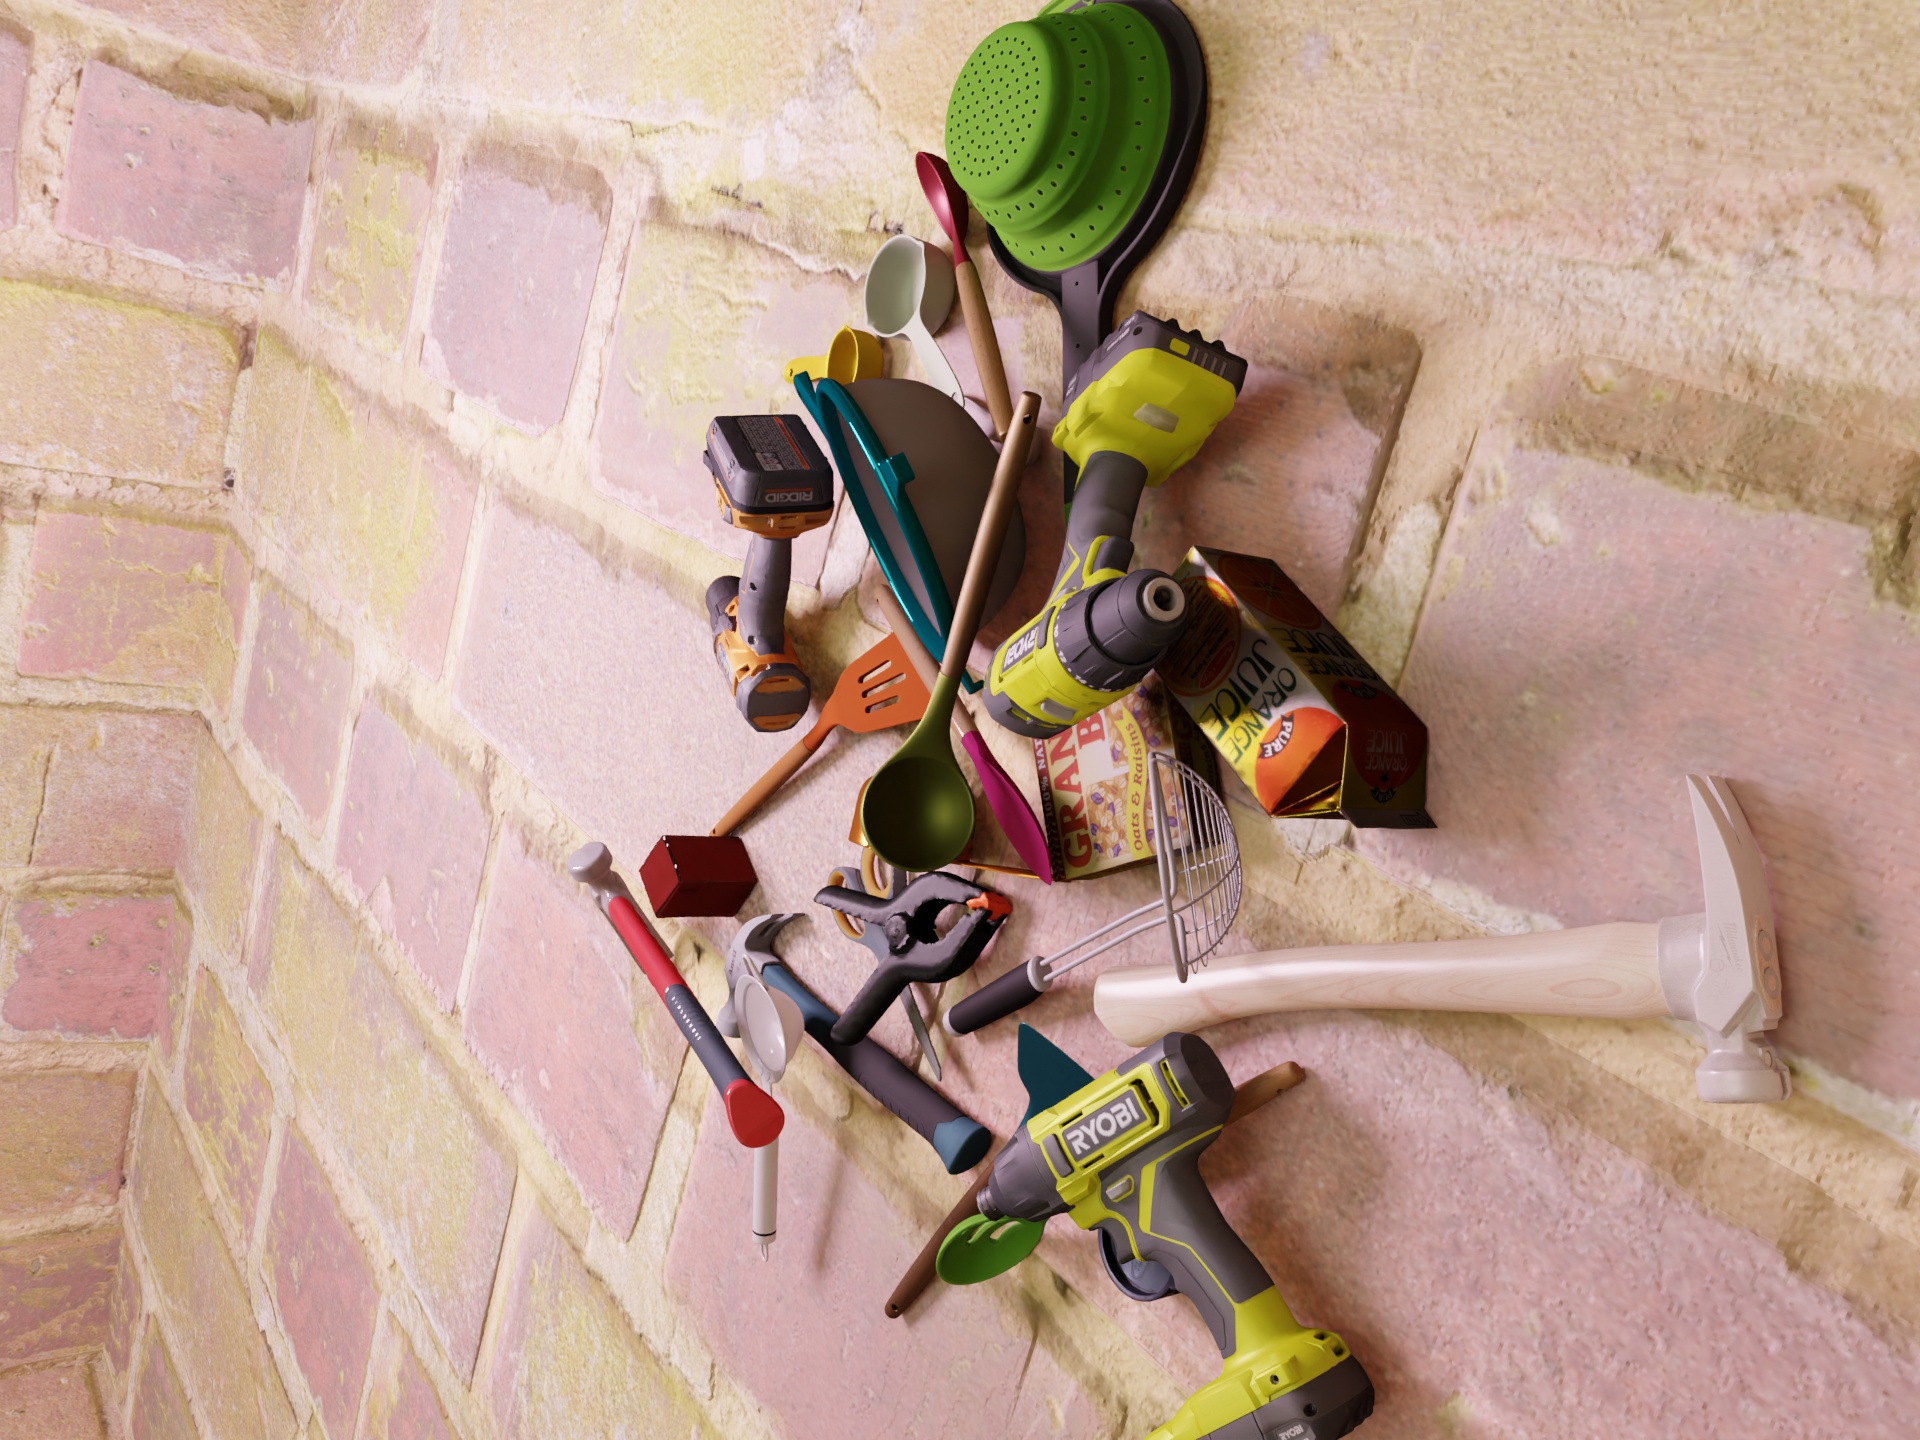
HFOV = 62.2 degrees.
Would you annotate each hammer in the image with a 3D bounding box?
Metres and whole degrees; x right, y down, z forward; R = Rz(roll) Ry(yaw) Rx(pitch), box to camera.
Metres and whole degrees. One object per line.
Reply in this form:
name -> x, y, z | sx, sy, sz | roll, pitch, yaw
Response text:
hammer -> -0.088, 0.250, 1.219 | 0.331, 0.033, 0.128 | 27, 109, 47
hammer -> 0.223, 0.128, 0.853 | 0.411, 0.038, 0.146 | -15, 74, 49
hammer -> -0.219, 0.230, 1.268 | 0.387, 0.038, 0.143 | 37, 156, 55

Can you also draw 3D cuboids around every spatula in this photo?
spatula -> 0.012, 0.322, 1.084 | 0.082, 0.044, 0.317 | 39, 122, 14
spatula -> -0.124, 0.030, 1.288 | 0.322, 0.041, 0.081 | -41, 56, 45

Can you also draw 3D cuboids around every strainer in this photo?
strainer -> -0.149, 0.301, 1.235 | 0.087, 0.050, 0.258 | 19, 109, 55
strainer -> -0.036, -0.186, 1.132 | 0.341, 0.095, 0.210 | -121, 8, -49

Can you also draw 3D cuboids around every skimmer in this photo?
skimmer -> 0.055, 0.134, 0.974 | 0.363, 0.090, 0.127 | -41, 46, 51

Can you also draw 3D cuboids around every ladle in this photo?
ladle -> 0.003, -0.047, 0.991 | 0.062, 0.078, 0.320 | -111, 33, -60
ladle -> 0.006, -0.293, 1.085 | 0.031, 0.069, 0.316 | -16, 50, 5

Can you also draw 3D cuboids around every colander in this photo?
colander -> 0.056, -0.308, 1.039 | 0.204, 0.094, 0.397 | -6, 83, 50

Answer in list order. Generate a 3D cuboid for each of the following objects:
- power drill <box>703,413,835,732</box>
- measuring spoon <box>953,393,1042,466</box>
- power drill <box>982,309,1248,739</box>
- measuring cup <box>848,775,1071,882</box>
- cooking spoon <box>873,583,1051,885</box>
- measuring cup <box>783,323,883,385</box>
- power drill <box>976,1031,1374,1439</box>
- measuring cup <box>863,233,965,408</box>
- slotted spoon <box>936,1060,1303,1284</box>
power drill -> -0.163, -0.129, 1.270 | 0.186, 0.084, 0.226 | -121, 32, -50
measuring spoon -> 0.025, -0.211, 1.135 | 0.124, 0.018, 0.034 | 43, 132, 50
power drill -> 0.092, -0.111, 0.907 | 0.190, 0.080, 0.229 | 144, 145, -66
measuring cup -> 0.004, 0.074, 1.100 | 0.174, 0.095, 0.052 | 9, 89, 32
cooking spoon -> -0.002, -0.004, 1.109 | 0.319, 0.017, 0.068 | -122, 16, -44
measuring cup -> -0.104, -0.285, 1.292 | 0.157, 0.029, 0.062 | 17, 103, 61
power drill -> 0.114, 0.313, 0.895 | 0.171, 0.080, 0.223 | -38, 66, 23
measuring cup -> -0.019, -0.286, 1.175 | 0.083, 0.038, 0.168 | -47, 55, 37
slotted spoon -> 0.093, 0.283, 0.990 | 0.313, 0.070, 0.031 | -40, 43, 34
